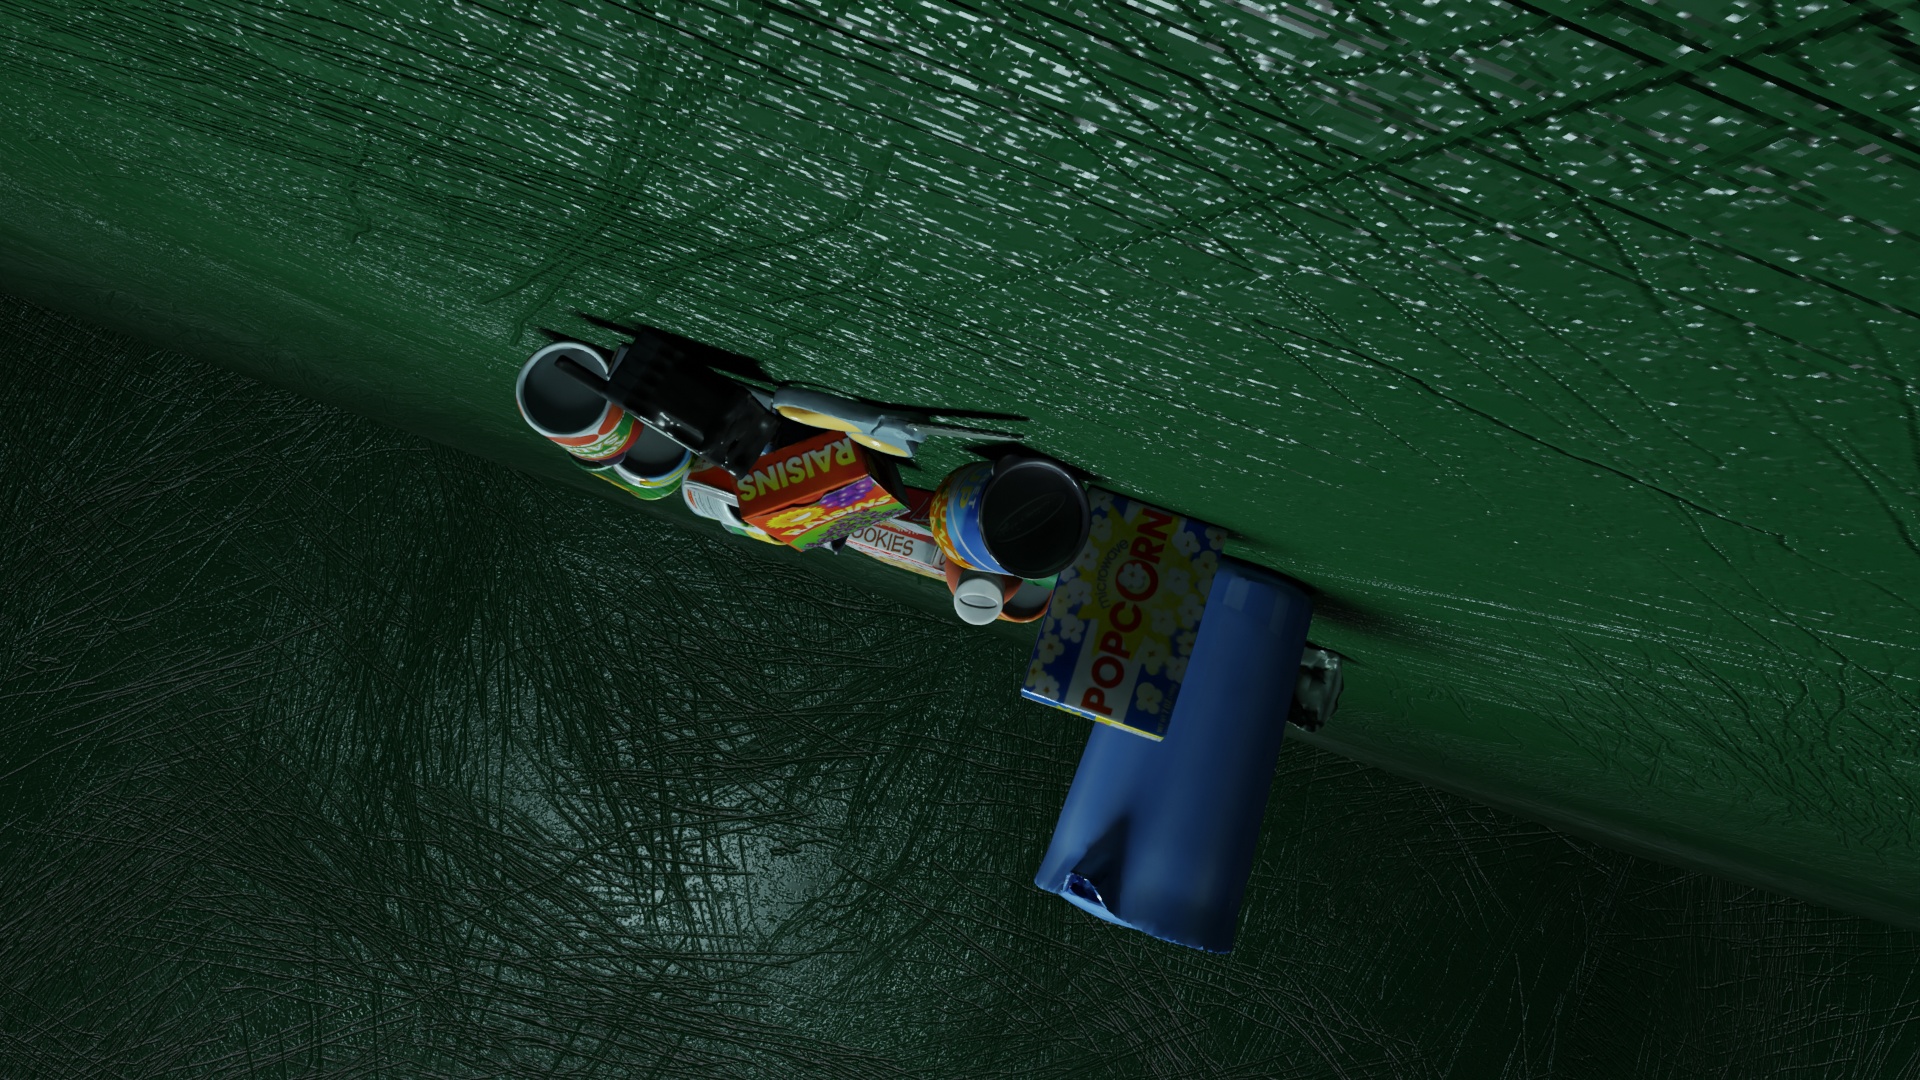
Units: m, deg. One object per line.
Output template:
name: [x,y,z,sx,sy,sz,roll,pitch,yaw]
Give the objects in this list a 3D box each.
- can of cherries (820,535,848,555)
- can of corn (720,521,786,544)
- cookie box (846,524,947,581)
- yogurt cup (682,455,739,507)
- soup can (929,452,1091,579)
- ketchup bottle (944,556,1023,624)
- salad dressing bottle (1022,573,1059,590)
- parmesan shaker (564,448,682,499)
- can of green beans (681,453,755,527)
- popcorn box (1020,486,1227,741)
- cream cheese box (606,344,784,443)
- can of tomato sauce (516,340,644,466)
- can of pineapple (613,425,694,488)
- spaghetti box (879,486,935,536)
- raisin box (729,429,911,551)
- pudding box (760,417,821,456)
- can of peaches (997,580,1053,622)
can of cherries: [-0.112,-0.029,1.057,0.058,0.071,0.071,18,174,10]
can of corn: [-0.173,-0.033,1.249,0.058,0.071,0.071,14,172,39]
cookie box: [-0.045,0.004,1.316,0.123,0.040,0.167,16,175,22]
yogurt cup: [-0.175,-0.056,1.082,0.072,0.054,0.072,18,174,2]
soup can: [0.025,-0.016,0.785,0.071,0.071,0.083,21,174,-20]
ketchup bottle: [0.018,0.027,1.075,0.065,0.043,0.149,8,-167,2]
salad dressing bottle: [0.115,0.031,1.034,0.148,0.044,0.064,15,174,33]
parmesan shaker: [-0.279,-0.080,1.158,0.071,0.071,0.103,17,173,17]
can of green beans: [-0.189,-0.047,1.157,0.058,0.071,0.071,12,171,43]
popcorn box: [0.093,0.042,0.795,0.085,0.127,0.038,18,171,5]
cream cheese box: [-0.164,-0.091,0.871,0.104,0.024,0.053,19,175,2]
can of tomato sauce: [-0.254,-0.091,0.933,0.071,0.071,0.083,19,173,3]
can of pineapple: [-0.232,-0.075,1.045,0.071,0.071,0.058,20,174,-10]
spaghetti box: [0.004,-0.013,1.045,0.250,0.029,0.050,13,172,43]
raisin box: [-0.089,-0.032,0.908,0.086,0.040,0.123,-19,167,6]
pudding box: [-0.135,-0.072,0.934,0.084,0.030,0.049,18,173,10]
can of peaches: [0.046,0.037,1.207,0.071,0.071,0.058,21,173,-19]
